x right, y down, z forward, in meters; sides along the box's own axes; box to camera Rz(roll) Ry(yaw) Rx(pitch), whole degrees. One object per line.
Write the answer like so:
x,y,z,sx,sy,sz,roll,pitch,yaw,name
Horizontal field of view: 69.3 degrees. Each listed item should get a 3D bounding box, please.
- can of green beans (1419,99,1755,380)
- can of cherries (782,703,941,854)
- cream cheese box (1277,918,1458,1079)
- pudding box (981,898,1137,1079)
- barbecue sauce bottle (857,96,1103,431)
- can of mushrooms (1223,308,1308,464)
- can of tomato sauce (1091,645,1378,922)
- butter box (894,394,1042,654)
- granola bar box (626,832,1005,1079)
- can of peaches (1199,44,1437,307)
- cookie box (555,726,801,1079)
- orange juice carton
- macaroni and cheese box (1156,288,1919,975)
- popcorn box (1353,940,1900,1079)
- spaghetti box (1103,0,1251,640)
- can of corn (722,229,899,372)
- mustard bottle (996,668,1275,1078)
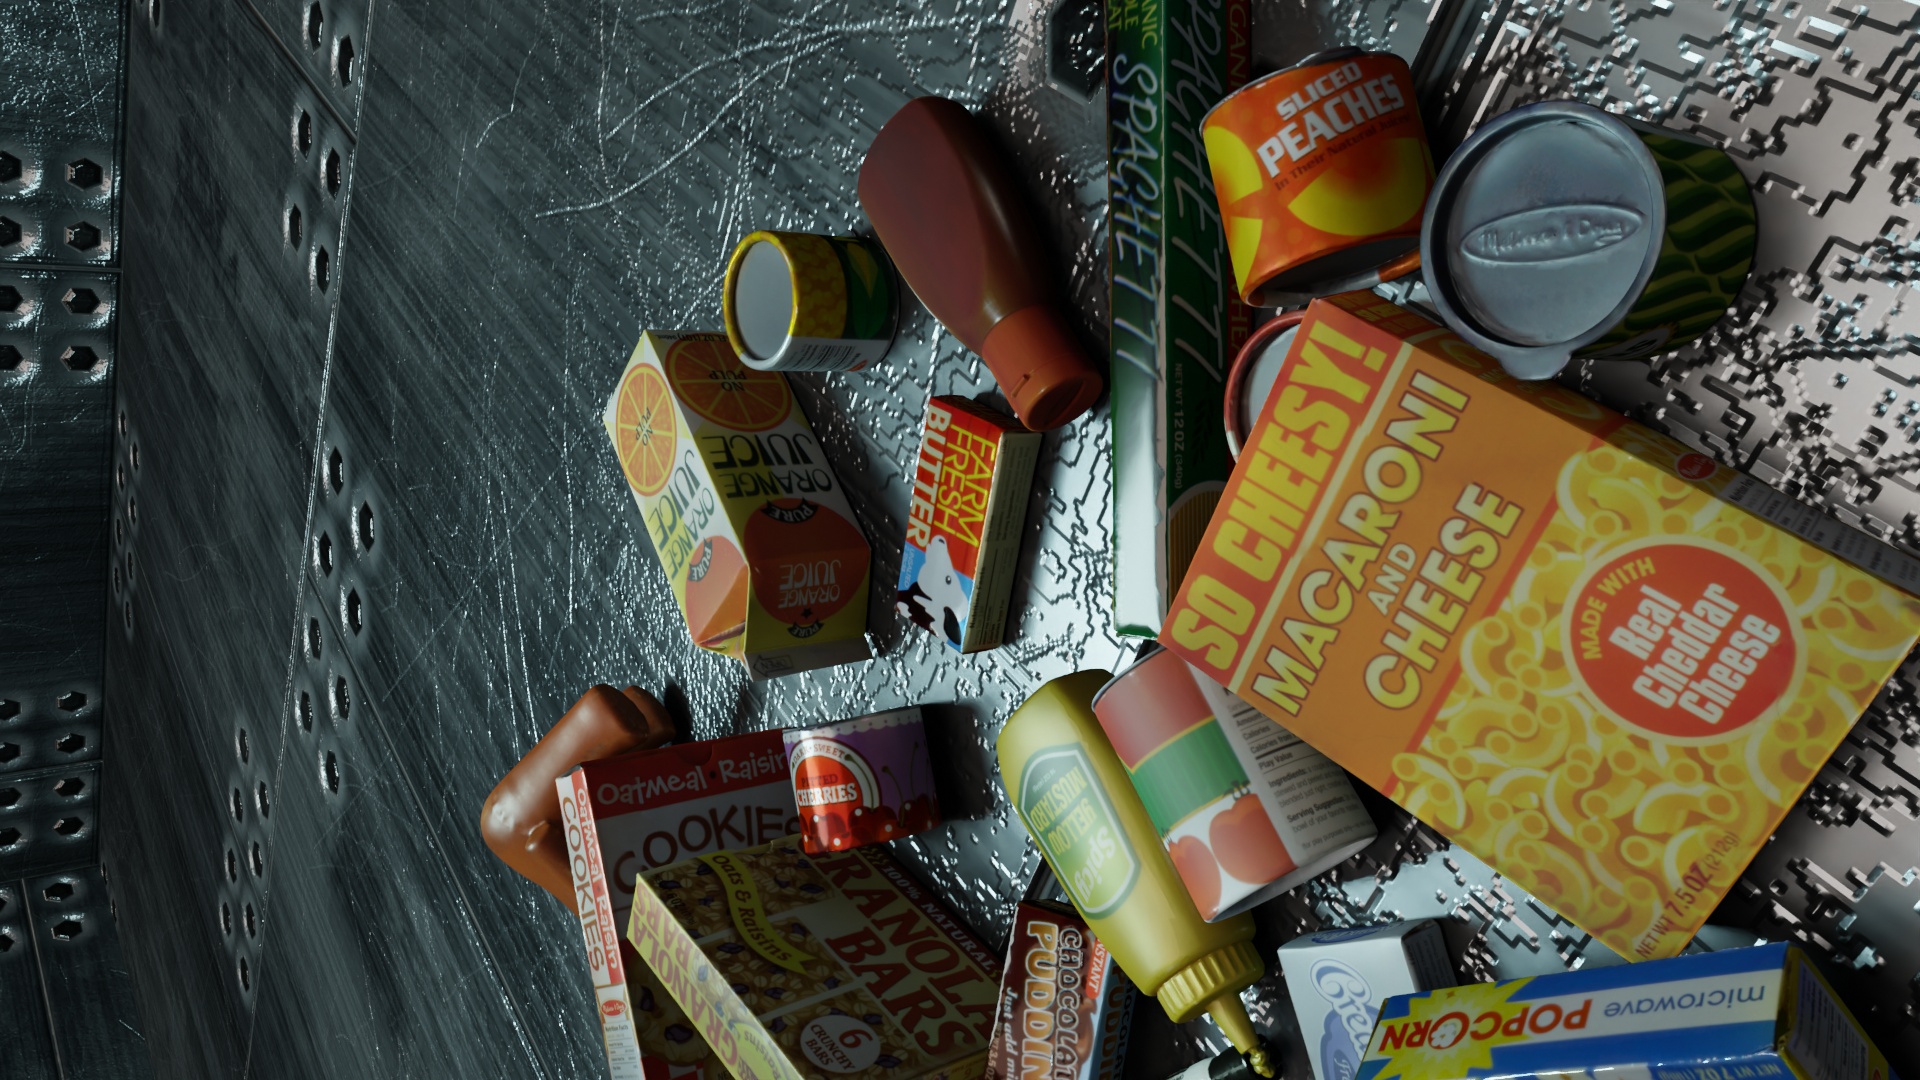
0.169,-0.081,0.376,0.071,0.058,0.071,7,99,49,can of green beans
-0.047,0.110,0.644,0.071,0.072,0.058,-18,80,50,can of cherries
0.146,0.180,0.457,0.053,0.024,0.104,-28,73,47,cream cheese box
0.042,0.191,0.556,0.049,0.030,0.084,8,83,35,pudding box
0.009,-0.113,0.577,0.064,0.044,0.149,-51,57,40,barbecue sauce bottle
0.121,-0.045,0.457,0.071,0.033,0.071,9,101,50,can of mushrooms
0.092,0.080,0.478,0.071,0.071,0.083,-48,59,41,can of tomato sauce
0.002,-0.008,0.610,0.053,0.024,0.103,28,115,45,butter box
-0.055,0.194,0.620,0.166,0.124,0.039,32,117,44,granola bar box
0.113,-0.110,0.431,0.071,0.071,0.058,-19,80,49,can of peaches
-0.127,0.187,0.706,0.040,0.123,0.167,-27,73,47,cookie box
-0.110,-0.014,0.707,0.072,0.072,0.193,-52,55,40,orange juice carton
0.152,0.021,0.391,0.167,0.040,0.123,35,120,26,macaroni and cheese box
0.183,0.159,0.372,0.085,0.038,0.126,51,138,-8,popcorn box
0.078,-0.090,0.491,0.028,0.050,0.249,3,96,48,spaghetti box
-0.073,-0.116,0.662,0.071,0.058,0.071,7,100,49,can of corn
0.071,0.126,0.521,0.161,0.049,0.065,59,135,28,mustard bottle
